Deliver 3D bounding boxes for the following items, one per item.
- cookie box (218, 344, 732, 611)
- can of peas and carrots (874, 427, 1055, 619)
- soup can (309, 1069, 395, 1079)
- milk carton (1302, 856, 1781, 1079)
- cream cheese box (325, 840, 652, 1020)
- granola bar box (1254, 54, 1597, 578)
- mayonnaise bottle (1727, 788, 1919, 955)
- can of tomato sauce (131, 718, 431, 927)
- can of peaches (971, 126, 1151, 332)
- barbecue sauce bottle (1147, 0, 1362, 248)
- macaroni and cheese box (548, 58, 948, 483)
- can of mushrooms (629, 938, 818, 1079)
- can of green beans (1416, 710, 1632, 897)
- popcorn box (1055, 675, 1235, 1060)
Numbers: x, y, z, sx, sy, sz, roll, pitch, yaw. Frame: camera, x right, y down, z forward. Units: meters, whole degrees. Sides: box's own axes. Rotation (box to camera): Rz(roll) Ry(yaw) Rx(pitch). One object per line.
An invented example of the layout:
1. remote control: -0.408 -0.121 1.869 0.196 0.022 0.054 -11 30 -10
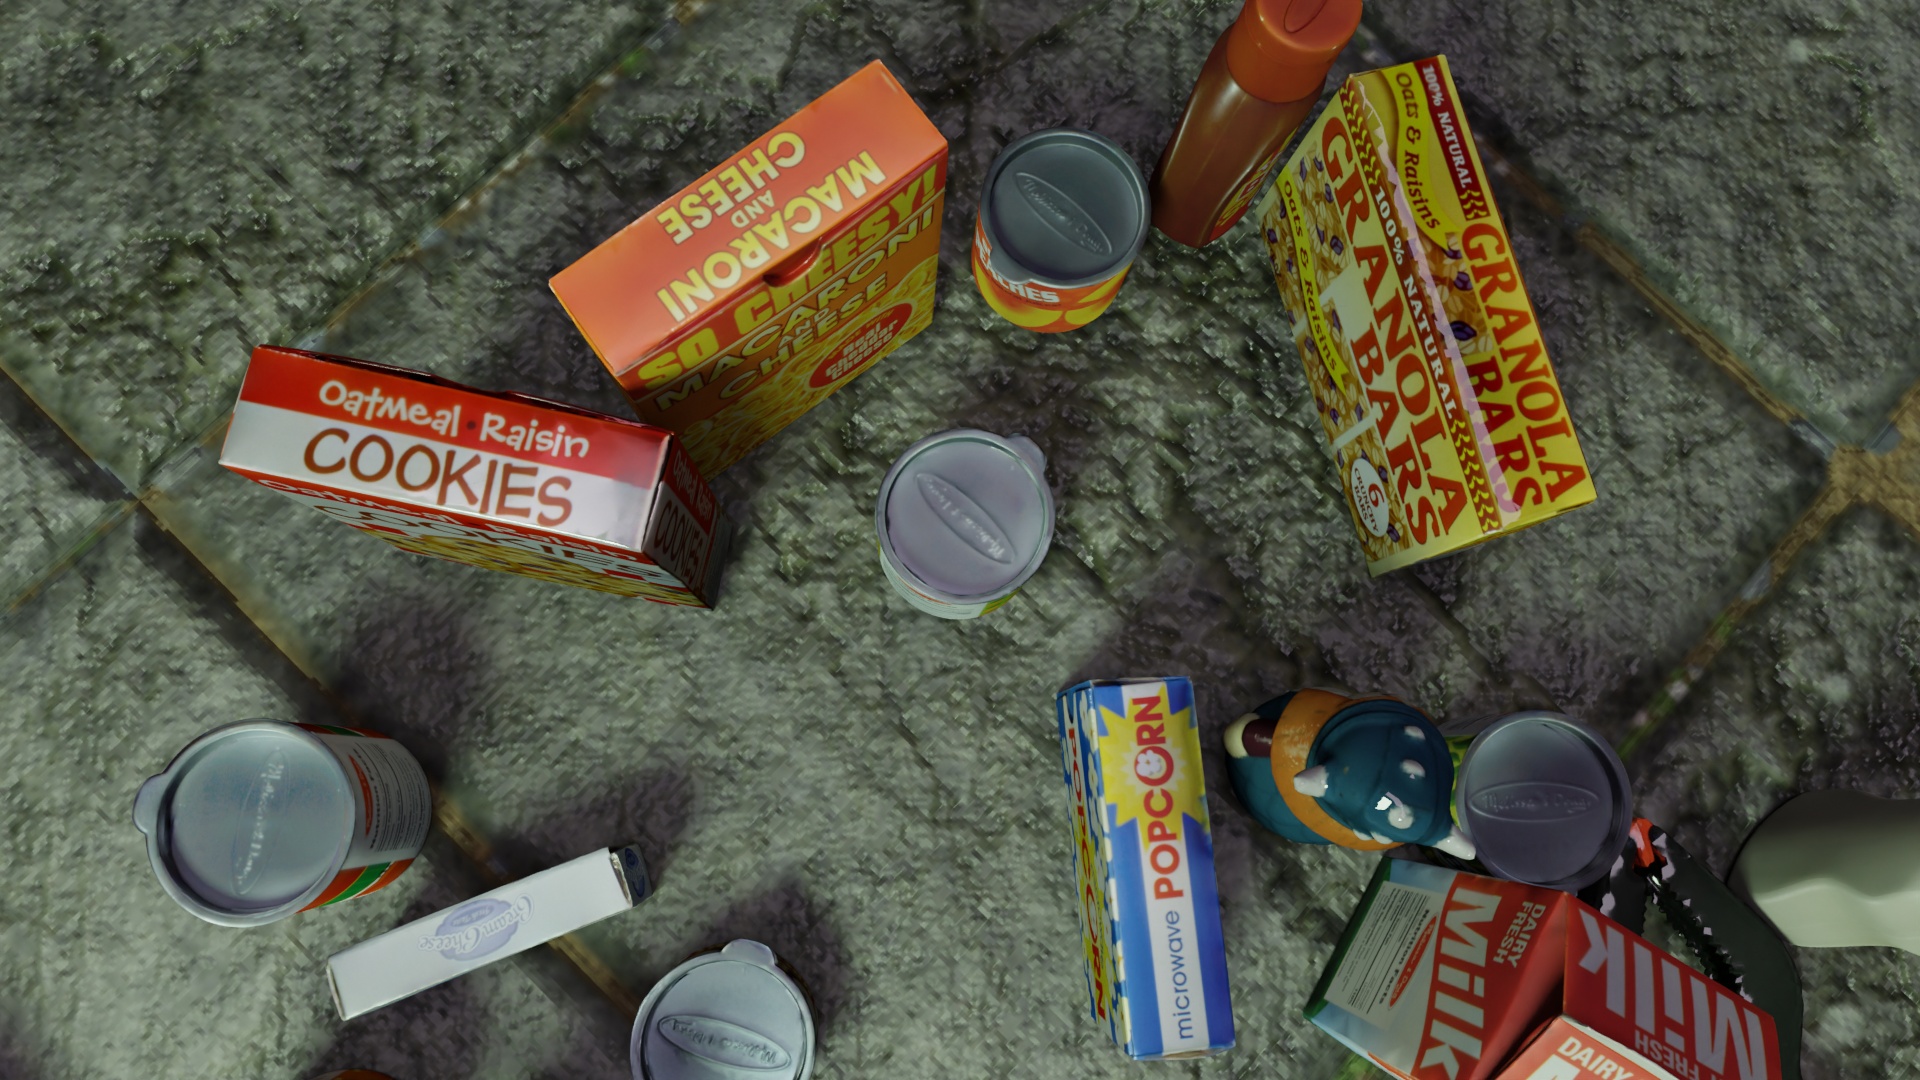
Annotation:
1. cookie box: -0.149 -0.015 0.472 0.123 0.167 0.040 11 80 -1
2. can of peas and carrots: 0.002 -0.007 0.535 0.071 0.058 0.071 1 80 -3
3. soup can: -0.220 0.223 0.469 0.071 0.083 0.071 1 81 -3
4. milk carton: 0.185 0.158 0.451 0.072 0.190 0.073 31 80 2
5. cream cheese box: -0.167 0.139 0.502 0.104 0.053 0.024 -21 82 -7
6. granola bar box: 0.169 -0.077 0.524 0.039 0.124 0.165 -14 82 -6
7. mayonnaise bottle: 0.339 0.118 0.489 0.065 0.148 0.041 -44 86 -9
8. can of tomato sauce: -0.235 0.098 0.490 0.071 0.083 0.071 1 81 -3
9. can of peaches: 0.037 -0.121 0.558 0.071 0.058 0.071 1 80 -3
10. barbecue sauce bottle: 0.109 -0.164 0.524 0.044 0.148 0.065 35 80 3
11. macaroni and cheese box: -0.065 -0.083 0.490 0.124 0.166 0.040 -37 85 -8
12. can of mushrooms: -0.084 0.181 0.510 0.071 0.033 0.071 1 80 -3
13. can of green beans: 0.210 0.099 0.530 0.071 0.057 0.071 1 80 -3
14. popcorn box: 0.064 0.115 0.505 0.038 0.085 0.127 -5 81 -4
